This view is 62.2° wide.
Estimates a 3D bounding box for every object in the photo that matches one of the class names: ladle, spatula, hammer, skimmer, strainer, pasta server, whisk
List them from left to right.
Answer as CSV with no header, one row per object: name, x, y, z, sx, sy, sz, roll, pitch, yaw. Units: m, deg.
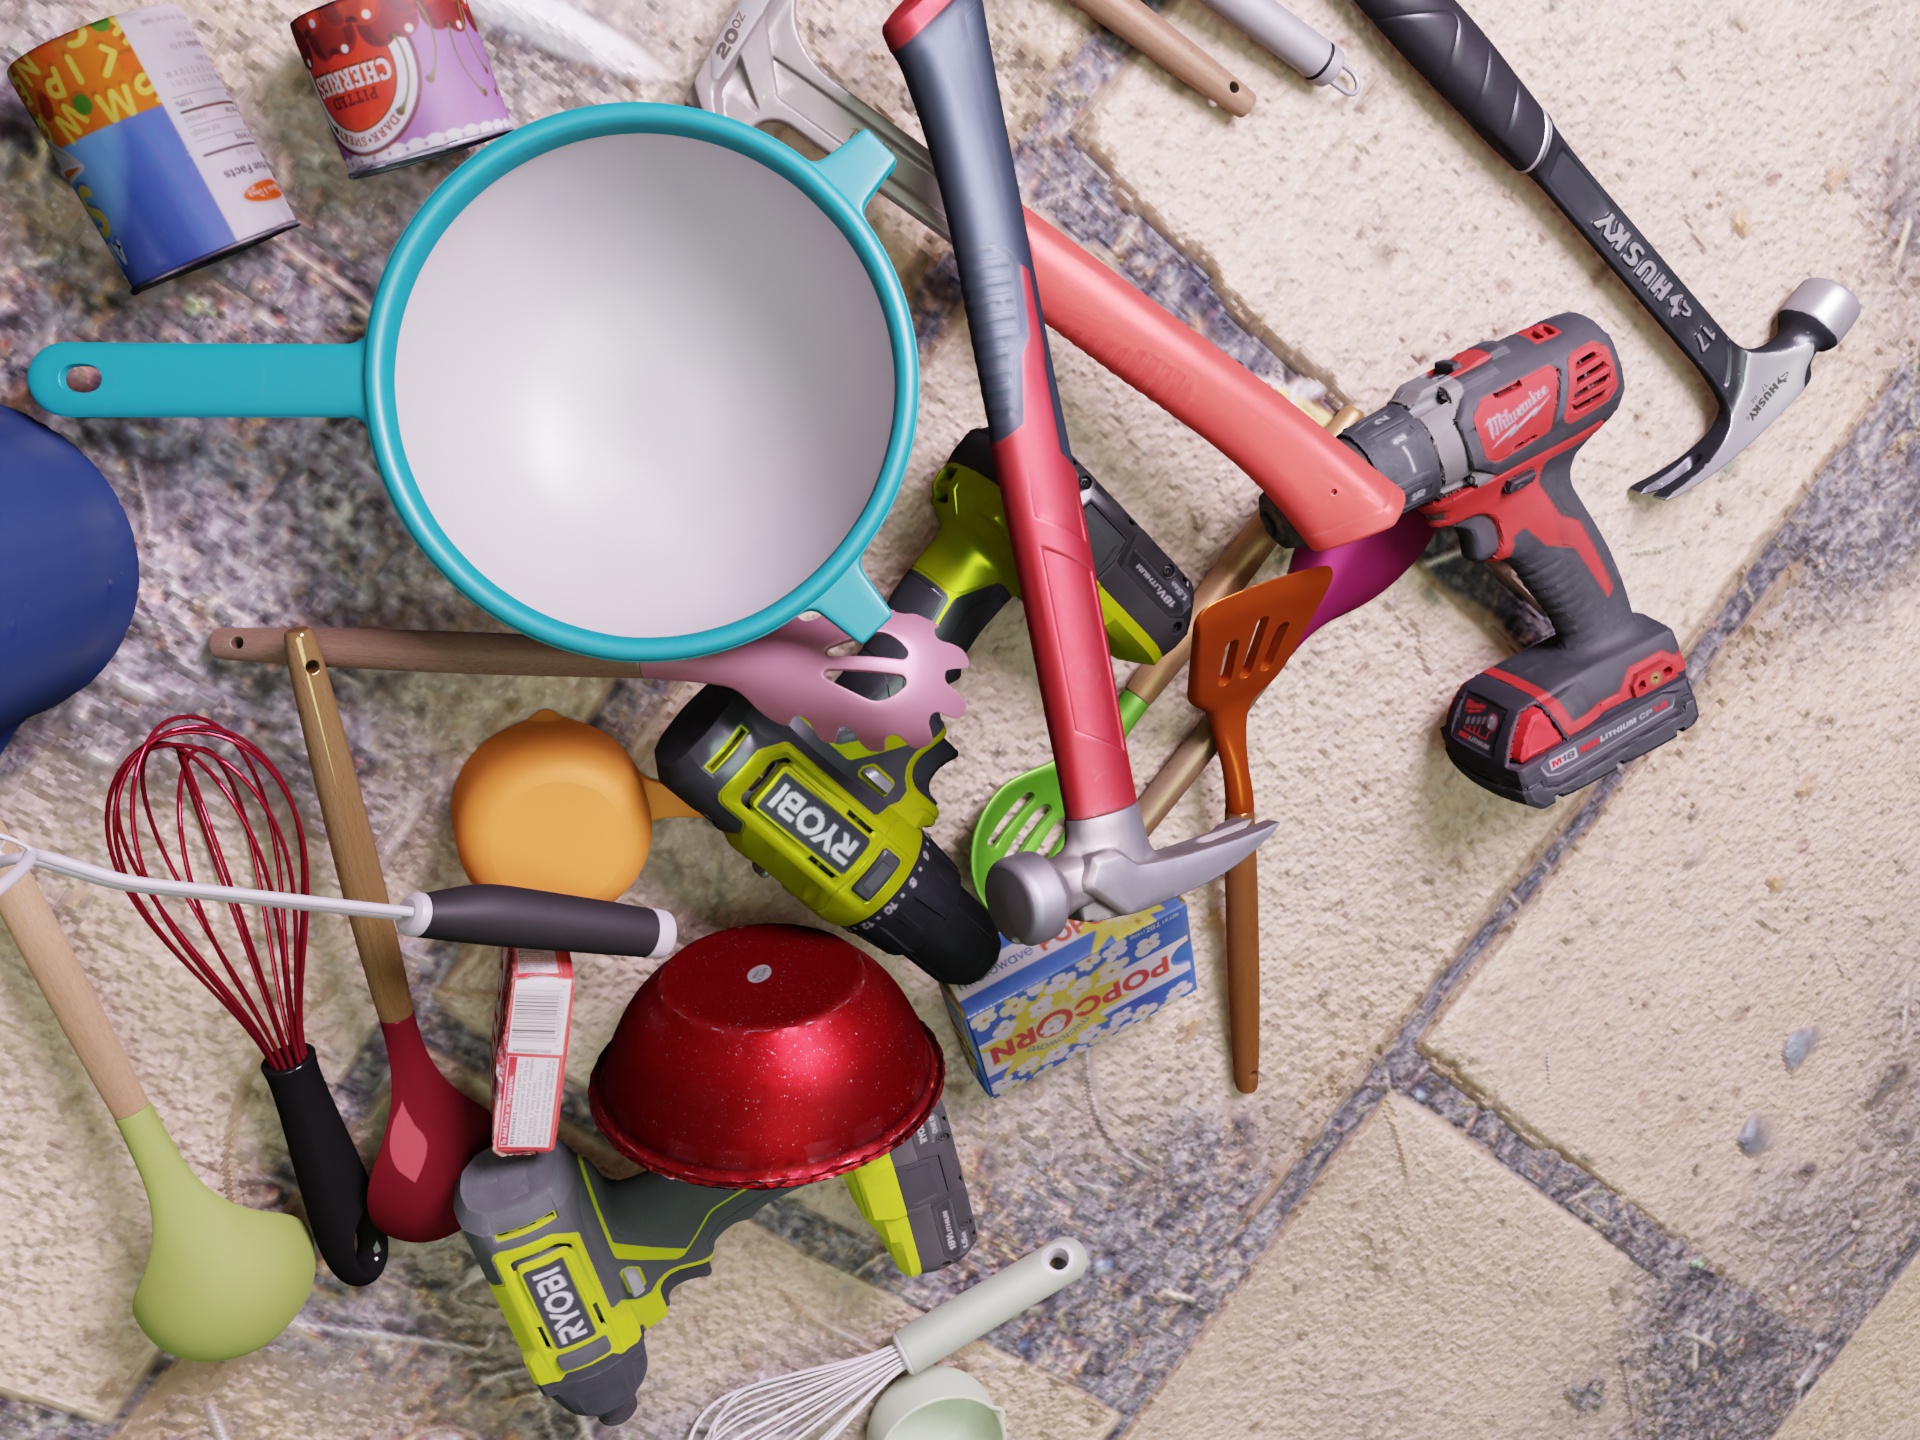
ladle,-0.374,0.144,0.693,0.078,0.062,0.320,-27,107,-25
skimmer,-0.265,0.096,0.592,0.363,0.127,0.090,13,75,-43
whisk,-0.302,0.133,0.700,0.073,0.073,0.295,-15,115,-14
ladle,-0.255,0.107,0.705,0.069,0.031,0.315,-24,119,-37
strainer,-0.185,-0.131,0.645,0.340,0.095,0.211,1,94,1
pasta server,-0.156,-0.024,0.661,0.316,0.040,0.060,2,80,5
whisk,-0.038,0.351,0.869,0.246,0.058,0.059,-26,147,-13
spatula,0.005,-0.351,0.677,0.315,0.018,0.060,27,85,-24
hammer,0.042,-0.111,0.661,0.143,0.038,0.386,-16,98,-33
hammer,0.053,-0.196,0.696,0.359,0.037,0.149,32,95,-12
strainer,0.086,-0.341,0.691,0.258,0.050,0.087,20,67,-30
spatula,0.151,0.070,0.827,0.081,0.041,0.322,-19,119,-23
hammer,0.292,-0.271,0.792,0.408,0.036,0.149,35,94,-24

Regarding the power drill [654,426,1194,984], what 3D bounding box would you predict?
power drill,-0.001,-0.002,0.736,0.190,0.080,0.228,42,85,-24

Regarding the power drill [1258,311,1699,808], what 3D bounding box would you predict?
power drill,0.264,-0.070,0.808,0.188,0.080,0.226,-27,111,-5

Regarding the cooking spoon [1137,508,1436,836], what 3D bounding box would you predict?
cooking spoon,0.148,-0.014,0.830,0.068,0.017,0.319,39,90,-25

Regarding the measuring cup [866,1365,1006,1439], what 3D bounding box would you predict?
measuring cup,0.005,0.434,0.910,0.083,0.038,0.167,-34,116,-6

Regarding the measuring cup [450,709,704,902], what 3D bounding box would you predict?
measuring cup,-0.143,0.046,0.729,0.173,0.052,0.095,-3,107,-16

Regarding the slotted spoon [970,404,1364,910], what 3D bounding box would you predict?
slotted spoon,0.107,-0.031,0.807,0.070,0.031,0.314,37,90,-23

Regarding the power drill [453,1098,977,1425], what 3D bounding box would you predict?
power drill,-0.113,0.249,0.782,0.223,0.080,0.171,-20,121,-13
